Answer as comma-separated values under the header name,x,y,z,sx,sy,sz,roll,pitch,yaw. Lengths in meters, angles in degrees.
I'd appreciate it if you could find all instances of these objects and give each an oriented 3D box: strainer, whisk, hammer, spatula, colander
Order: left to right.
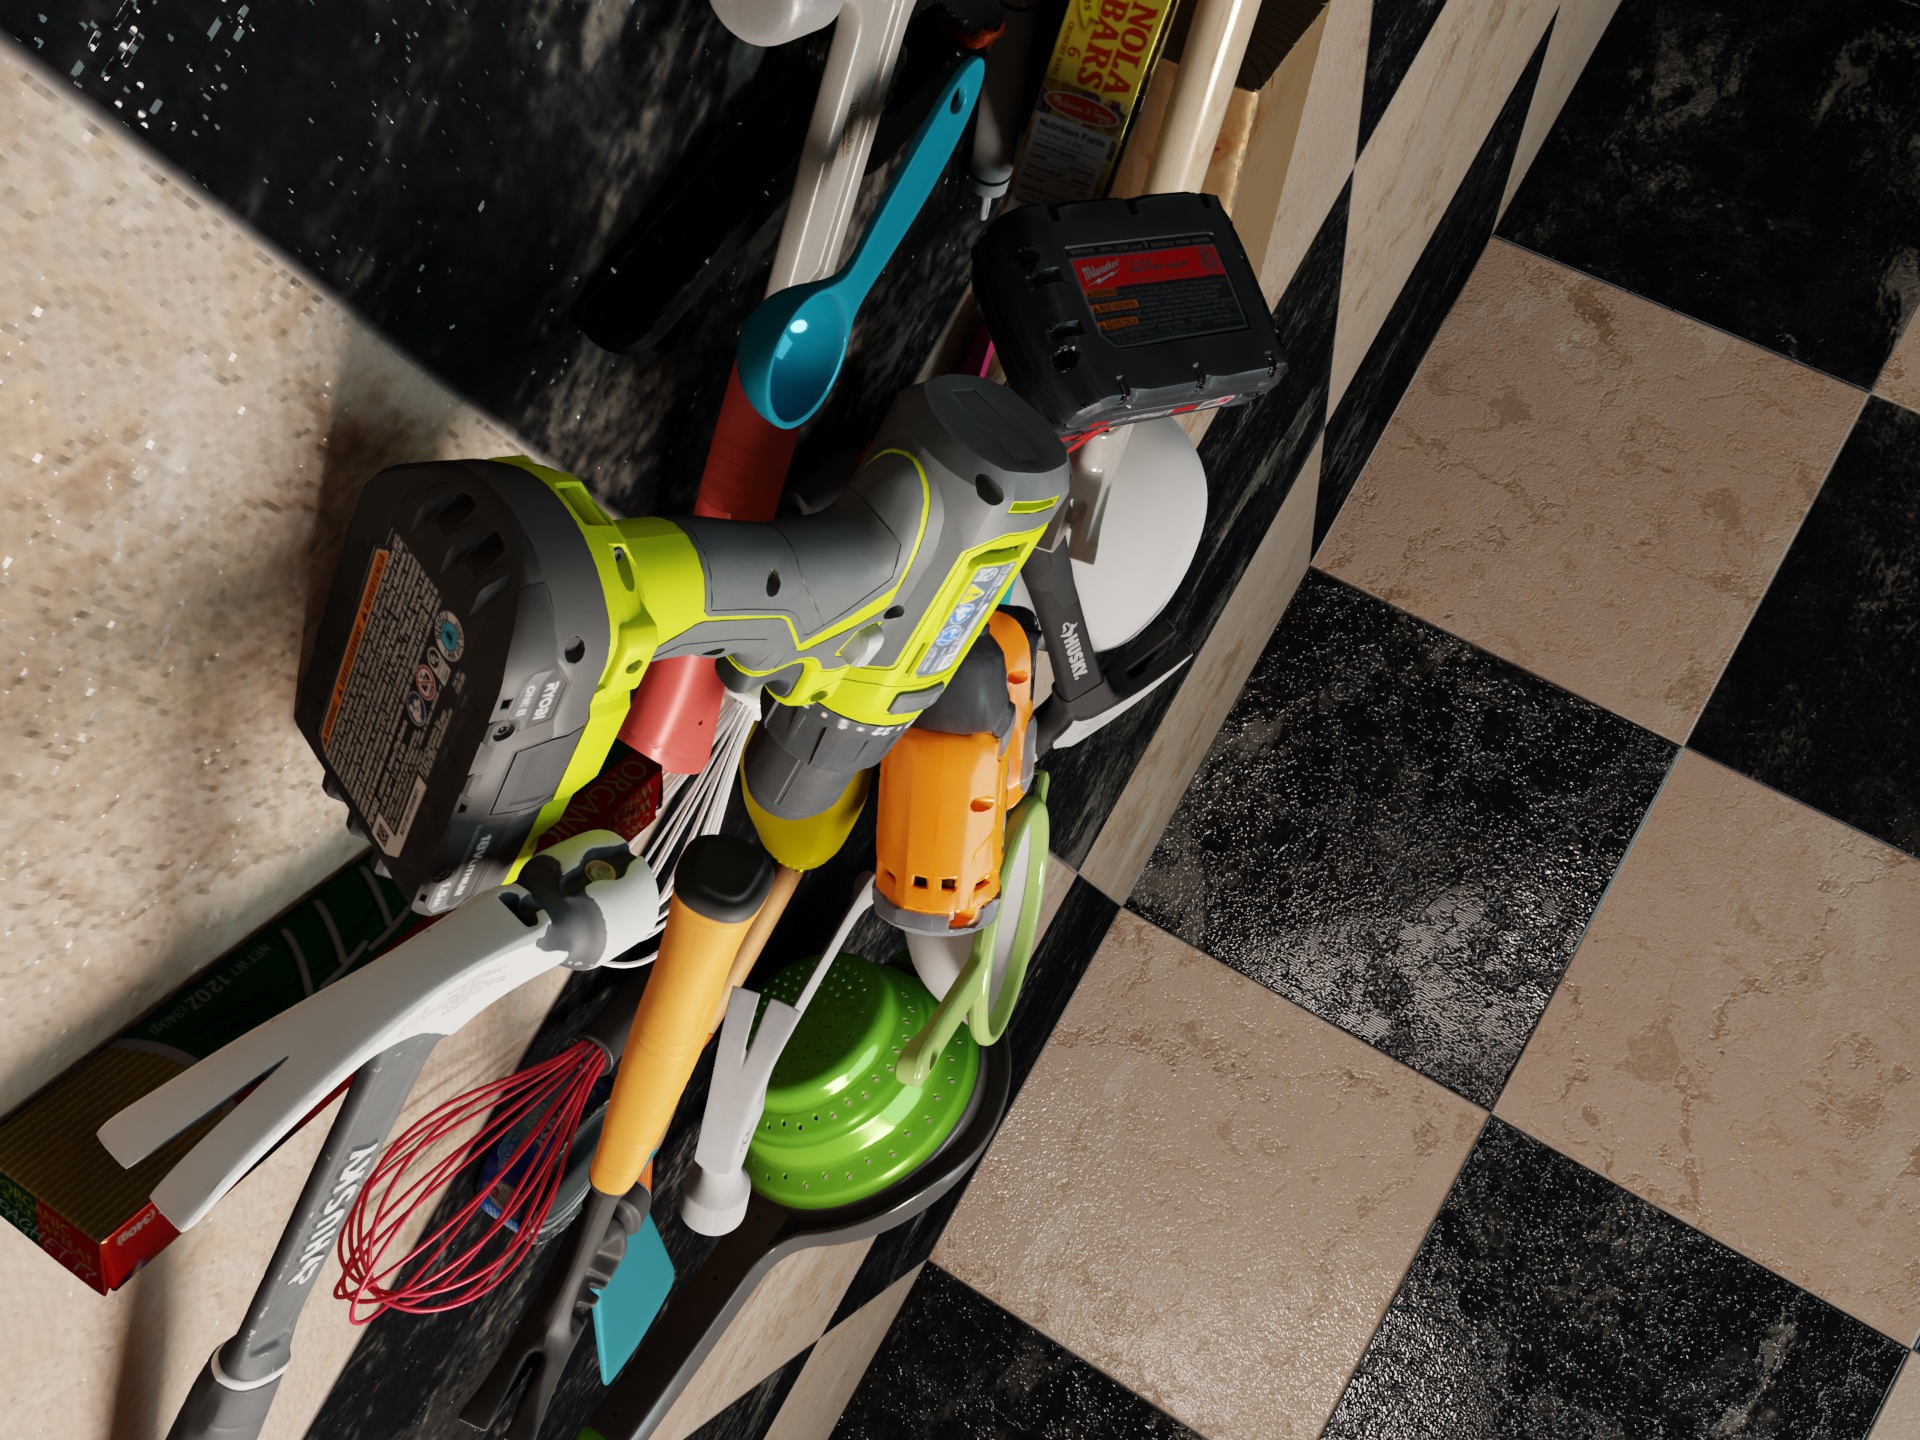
name,x,y,z,sx,sy,sz,roll,pitch,yaw
hammer,-0.224,0.198,0.503,0.149,0.036,0.408,-30,159,-54
whisk,-0.179,0.164,0.725,0.296,0.073,0.073,-50,163,-59
hammer,-0.132,0.164,0.621,0.127,0.034,0.336,-65,-179,-48
spatula,-0.138,0.193,0.785,0.317,0.044,0.082,-68,173,27
spatula,-0.128,0.159,0.914,0.322,0.041,0.081,-62,-178,-5
whisk,-0.099,-0.001,0.708,0.058,0.059,0.246,-9,-133,58
colander,-0.123,0.269,0.954,0.397,0.205,0.094,-51,131,-29
hammer,-0.062,-0.111,0.547,0.149,0.037,0.358,-43,164,-44
hammer,-0.056,0.099,0.917,0.406,0.035,0.144,-60,168,-55
strainer,-0.011,0.131,0.910,0.256,0.069,0.151,-47,146,-65
strainer,0.026,-0.287,0.603,0.258,0.050,0.087,103,-5,-62
hammer,0.060,-0.082,0.961,0.146,0.035,0.334,-31,150,-4
strainer,0.145,-0.171,1.132,0.340,0.095,0.210,-53,164,-25
hammer,0.097,-0.248,0.676,0.410,0.038,0.146,104,4,-51

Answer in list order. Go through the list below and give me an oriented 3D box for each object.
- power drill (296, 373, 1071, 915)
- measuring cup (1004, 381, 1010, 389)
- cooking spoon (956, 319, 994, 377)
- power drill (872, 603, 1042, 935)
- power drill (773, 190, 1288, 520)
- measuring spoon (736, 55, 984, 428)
name,x,y,z,sx,sy,sz,roll,pitch,yaw
power drill,-0.083,-0.017,0.515,0.228,0.080,0.190,-16,149,-46
measuring cup,0.060,-0.190,0.930,0.156,0.029,0.062,-45,159,-41
cooking spoon,-0.037,-0.078,0.829,0.069,0.017,0.318,-76,-171,-72
power drill,-0.001,-0.003,0.826,0.226,0.084,0.164,-76,170,-76
power drill,0.013,-0.120,0.647,0.143,0.078,0.219,-17,172,-33
measuring spoon,-0.031,-0.144,0.462,0.129,0.021,0.042,-61,164,-11
